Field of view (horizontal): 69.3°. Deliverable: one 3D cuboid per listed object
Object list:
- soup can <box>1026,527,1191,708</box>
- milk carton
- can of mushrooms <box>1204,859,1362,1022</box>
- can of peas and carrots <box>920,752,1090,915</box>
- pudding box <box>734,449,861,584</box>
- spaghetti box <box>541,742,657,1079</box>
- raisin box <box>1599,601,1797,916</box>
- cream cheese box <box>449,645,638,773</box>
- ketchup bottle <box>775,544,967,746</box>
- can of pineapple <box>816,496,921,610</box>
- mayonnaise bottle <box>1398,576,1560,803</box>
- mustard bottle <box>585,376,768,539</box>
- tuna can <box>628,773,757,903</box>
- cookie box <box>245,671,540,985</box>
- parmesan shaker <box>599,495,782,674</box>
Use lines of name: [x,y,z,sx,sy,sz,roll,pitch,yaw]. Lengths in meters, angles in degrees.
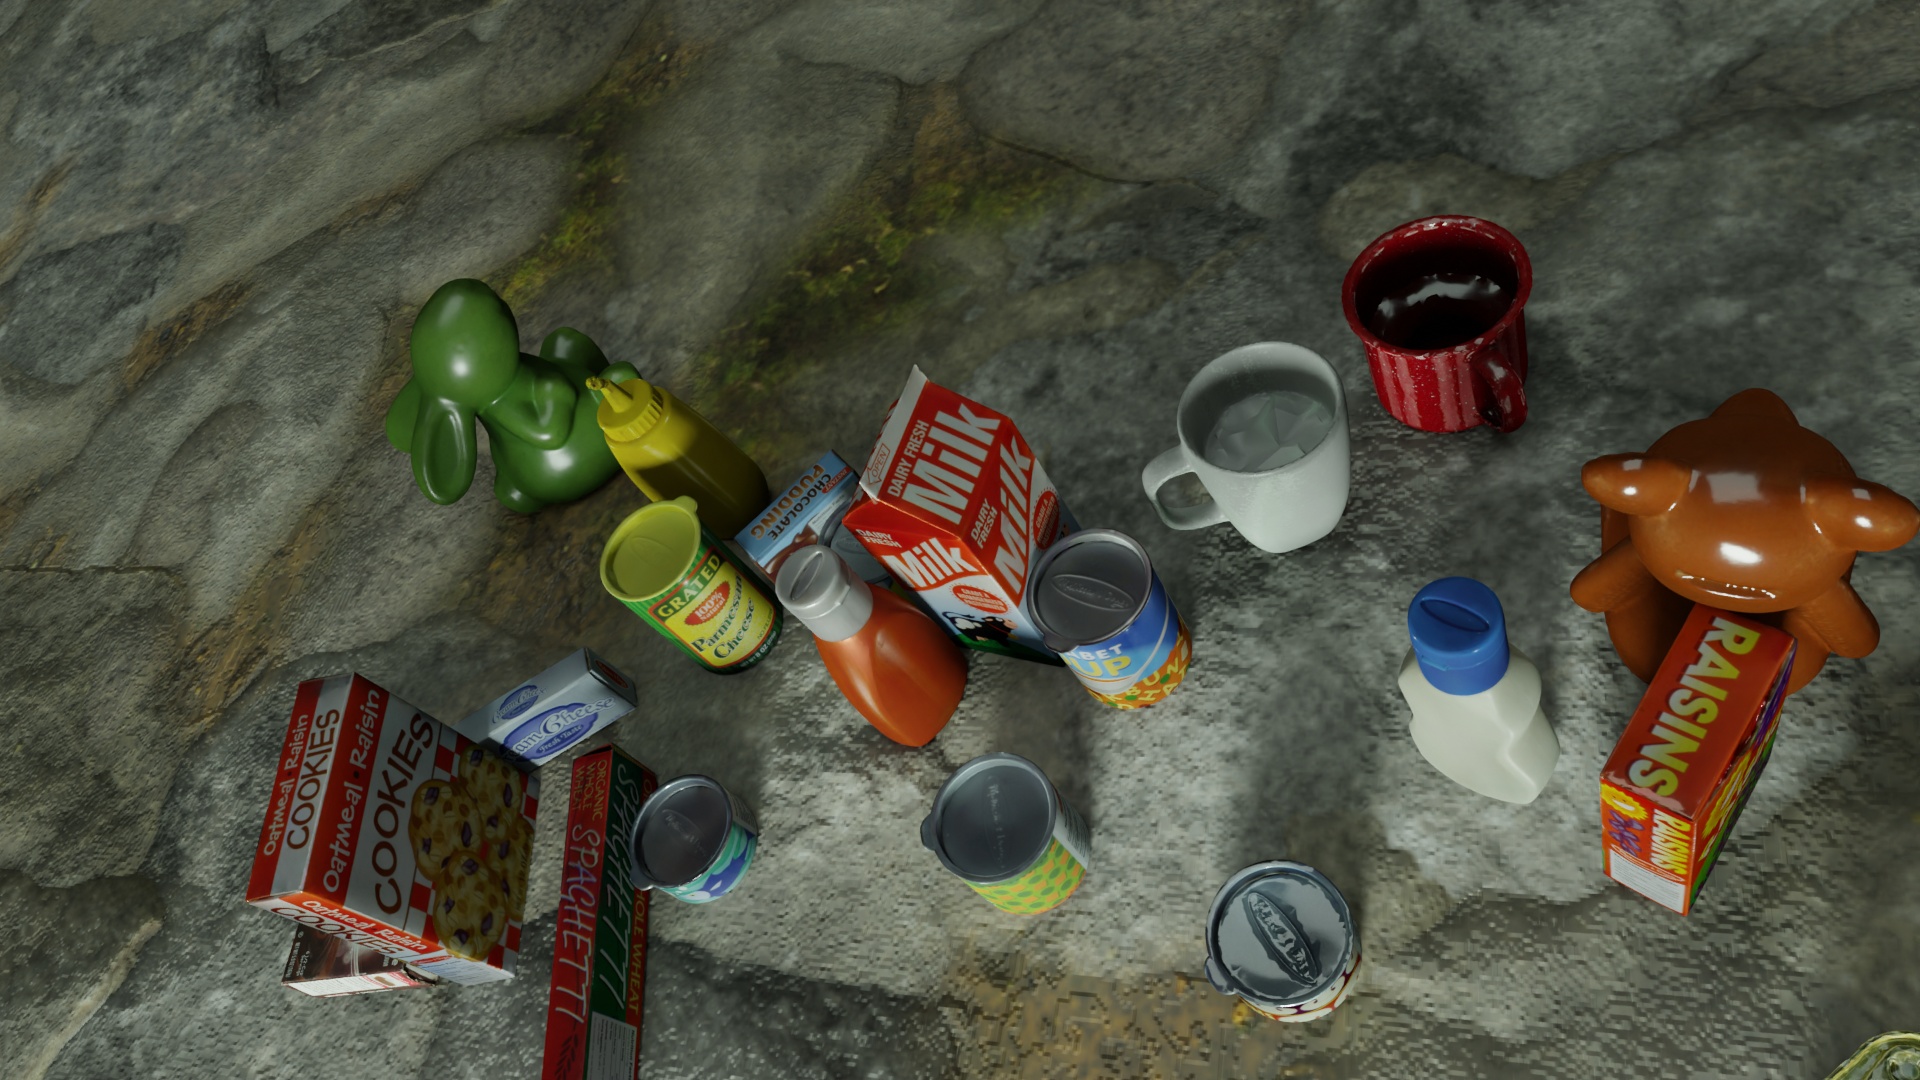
soup can: [0.077,0.044,0.722,0.071,0.083,0.072,-12,55,18]
milk carton: [0.003,-0.009,0.724,0.073,0.190,0.072,8,64,30]
can of mushrooms: [0.145,0.183,0.632,0.071,0.033,0.071,-12,55,18]
can of peas and carrots: [0.024,0.149,0.696,0.071,0.058,0.071,-12,55,18]
pudding box: [-0.092,-0.010,0.859,0.084,0.049,0.030,-44,52,-6]
spaghetti box: [-0.195,0.234,0.751,0.028,0.050,0.251,-16,54,16]
raisin box: [0.296,0.091,0.562,0.040,0.123,0.086,27,74,36]
cream cheese box: [-0.257,0.110,0.859,0.104,0.053,0.024,-31,52,5]
ketchup bottle: [-0.046,0.053,0.733,0.043,0.148,0.065,17,68,33]
can of pineapple: [-0.041,0.010,0.817,0.071,0.057,0.071,-12,55,18]
mayonnaise bottle: [0.221,0.065,0.599,0.065,0.147,0.041,26,74,35]
mustard bottle: [-0.179,-0.057,0.861,0.065,0.159,0.049,-4,59,24]
tuna can: [-0.151,0.170,0.782,0.071,0.032,0.071,-12,55,18]
cookie box: [-0.308,0.164,0.775,0.040,0.167,0.123,-15,55,17]
parmesan shaker: [-0.156,0.028,0.831,0.071,0.102,0.071,-12,55,19]
